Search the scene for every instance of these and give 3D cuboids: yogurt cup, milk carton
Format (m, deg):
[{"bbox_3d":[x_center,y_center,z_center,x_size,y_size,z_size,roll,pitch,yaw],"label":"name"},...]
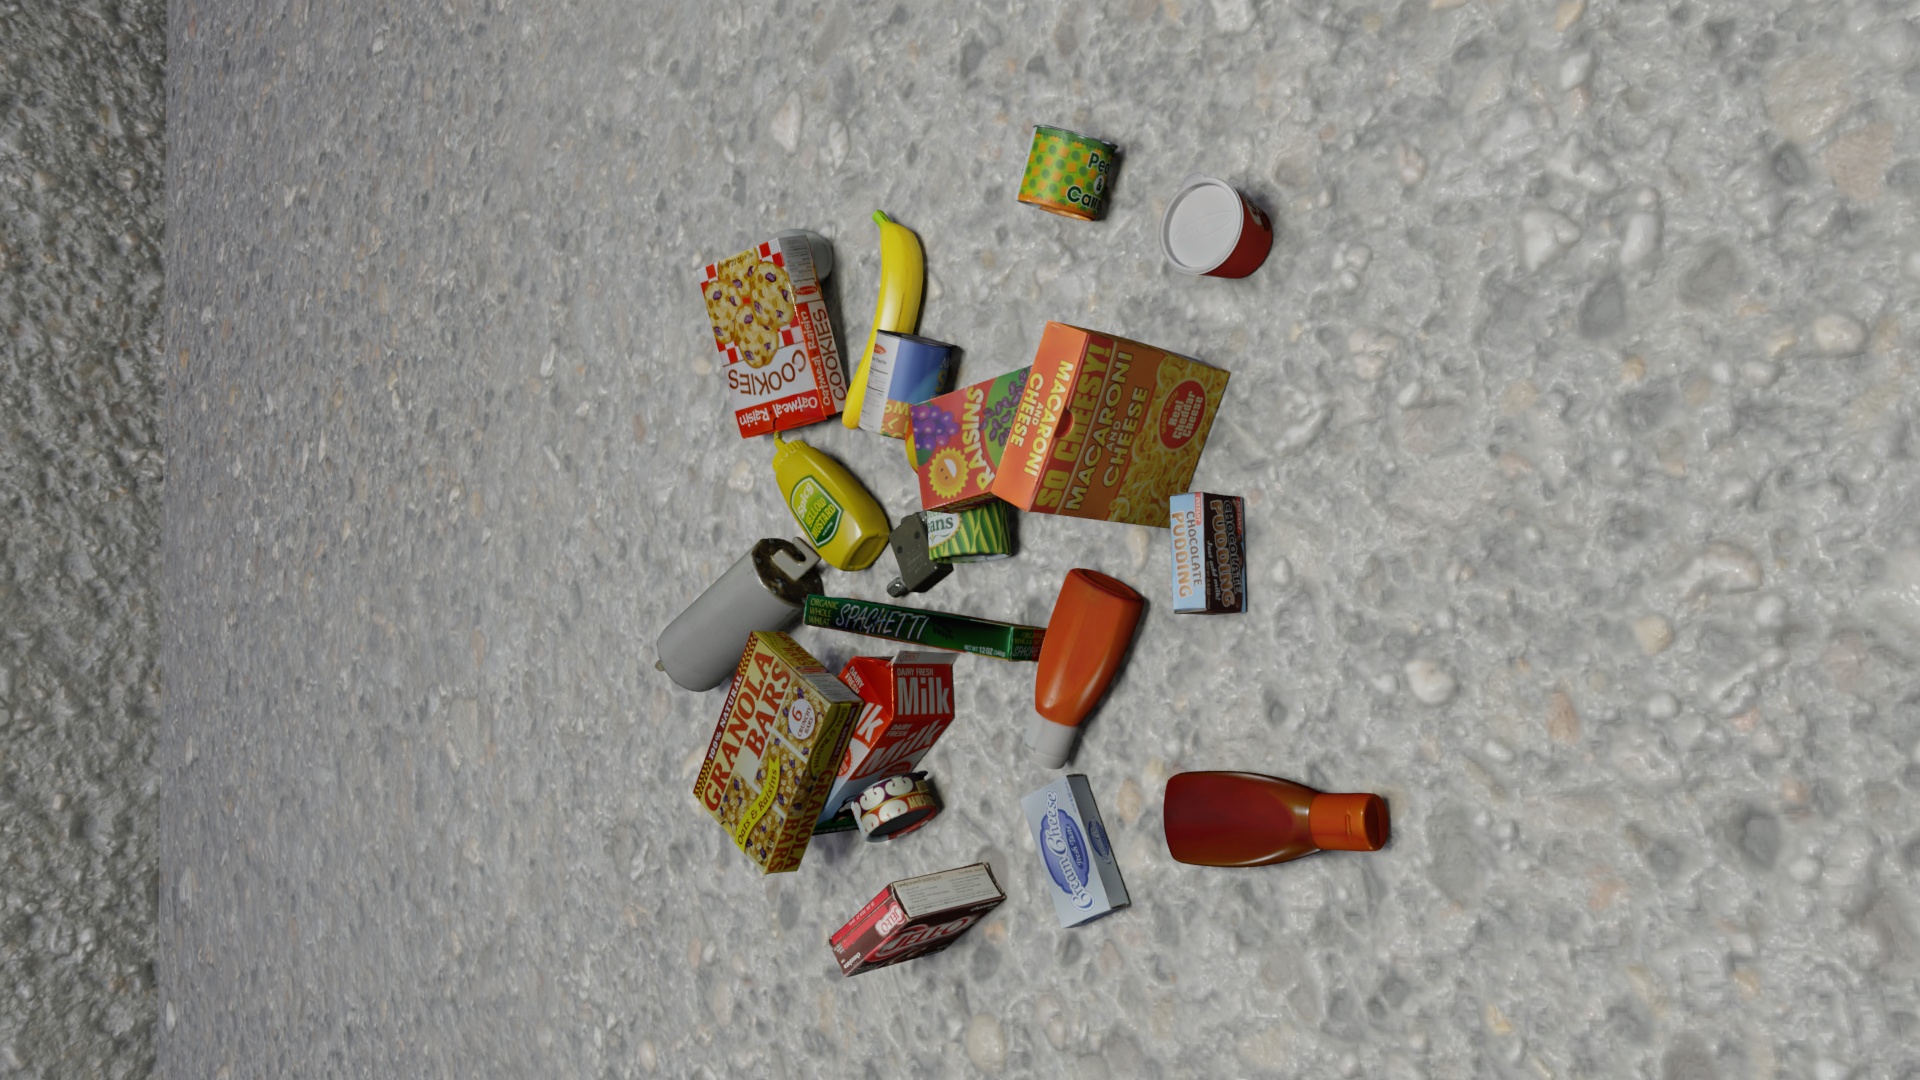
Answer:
[{"bbox_3d":[0.182,-0.216,0.978,0.072,0.054,0.072,-5,83,43],"label":"yogurt cup"},{"bbox_3d":[-0.075,0.159,1.170,0.189,0.072,0.074,-53,54,26],"label":"milk carton"}]

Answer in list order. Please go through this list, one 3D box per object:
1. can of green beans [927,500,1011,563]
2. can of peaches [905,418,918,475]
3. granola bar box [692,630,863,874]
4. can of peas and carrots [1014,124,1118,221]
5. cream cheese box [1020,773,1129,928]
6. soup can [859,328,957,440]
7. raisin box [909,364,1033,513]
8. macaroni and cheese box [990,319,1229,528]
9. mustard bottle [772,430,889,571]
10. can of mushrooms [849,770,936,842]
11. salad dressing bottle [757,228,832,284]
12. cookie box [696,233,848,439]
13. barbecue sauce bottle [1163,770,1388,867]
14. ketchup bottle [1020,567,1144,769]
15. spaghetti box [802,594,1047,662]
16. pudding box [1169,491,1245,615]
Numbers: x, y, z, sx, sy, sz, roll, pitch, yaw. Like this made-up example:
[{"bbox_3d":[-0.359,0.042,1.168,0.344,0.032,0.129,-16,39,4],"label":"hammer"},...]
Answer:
[{"bbox_3d":[0.006,-0.014,1.115,0.071,0.071,0.058,-11,79,42],"label":"can of green beans"},{"bbox_3d":[-0.003,-0.082,1.130,0.058,0.071,0.071,2,87,44],"label":"can of peaches"},{"bbox_3d":[-0.158,0.176,1.170,0.124,0.039,0.165,35,109,41],"label":"granola bar box"},{"bbox_3d":[0.082,-0.282,1.071,0.071,0.071,0.058,25,104,42],"label":"can of peas and carrots"},{"bbox_3d":[0.085,0.234,1.045,0.053,0.024,0.104,-36,62,37],"label":"cream cheese box"},{"bbox_3d":[-0.044,-0.130,1.174,0.071,0.071,0.083,22,105,42],"label":"soup can"},{"bbox_3d":[0.024,-0.074,1.037,0.123,0.040,0.086,-15,79,37],"label":"raisin box"},{"bbox_3d":[0.107,-0.076,0.957,0.040,0.167,0.123,28,106,40],"label":"macaroni and cheese box"},{"bbox_3d":[-0.128,-0.043,1.247,0.160,0.049,0.065,49,118,27],"label":"mustard bottle"},{"bbox_3d":[-0.053,0.220,1.149,0.070,0.071,0.033,-43,59,32],"label":"can of mushrooms"},{"bbox_3d":[-0.186,-0.259,1.338,0.147,0.044,0.064,-5,87,44],"label":"salad dressing bottle"},{"bbox_3d":[-0.174,-0.186,1.288,0.122,0.040,0.167,-9,98,43],"label":"cookie box"},{"bbox_3d":[0.207,0.185,0.922,0.148,0.044,0.065,-9,80,42],"label":"barbecue sauce bottle"},{"bbox_3d":[0.085,0.099,1.045,0.065,0.043,0.148,31,107,42],"label":"ketchup bottle"},{"bbox_3d":[-0.034,0.072,1.155,0.250,0.050,0.028,6,88,44],"label":"spaghetti box"},{"bbox_3d":[0.172,0.010,0.967,0.030,0.050,0.084,-6,81,45],"label":"pudding box"}]
